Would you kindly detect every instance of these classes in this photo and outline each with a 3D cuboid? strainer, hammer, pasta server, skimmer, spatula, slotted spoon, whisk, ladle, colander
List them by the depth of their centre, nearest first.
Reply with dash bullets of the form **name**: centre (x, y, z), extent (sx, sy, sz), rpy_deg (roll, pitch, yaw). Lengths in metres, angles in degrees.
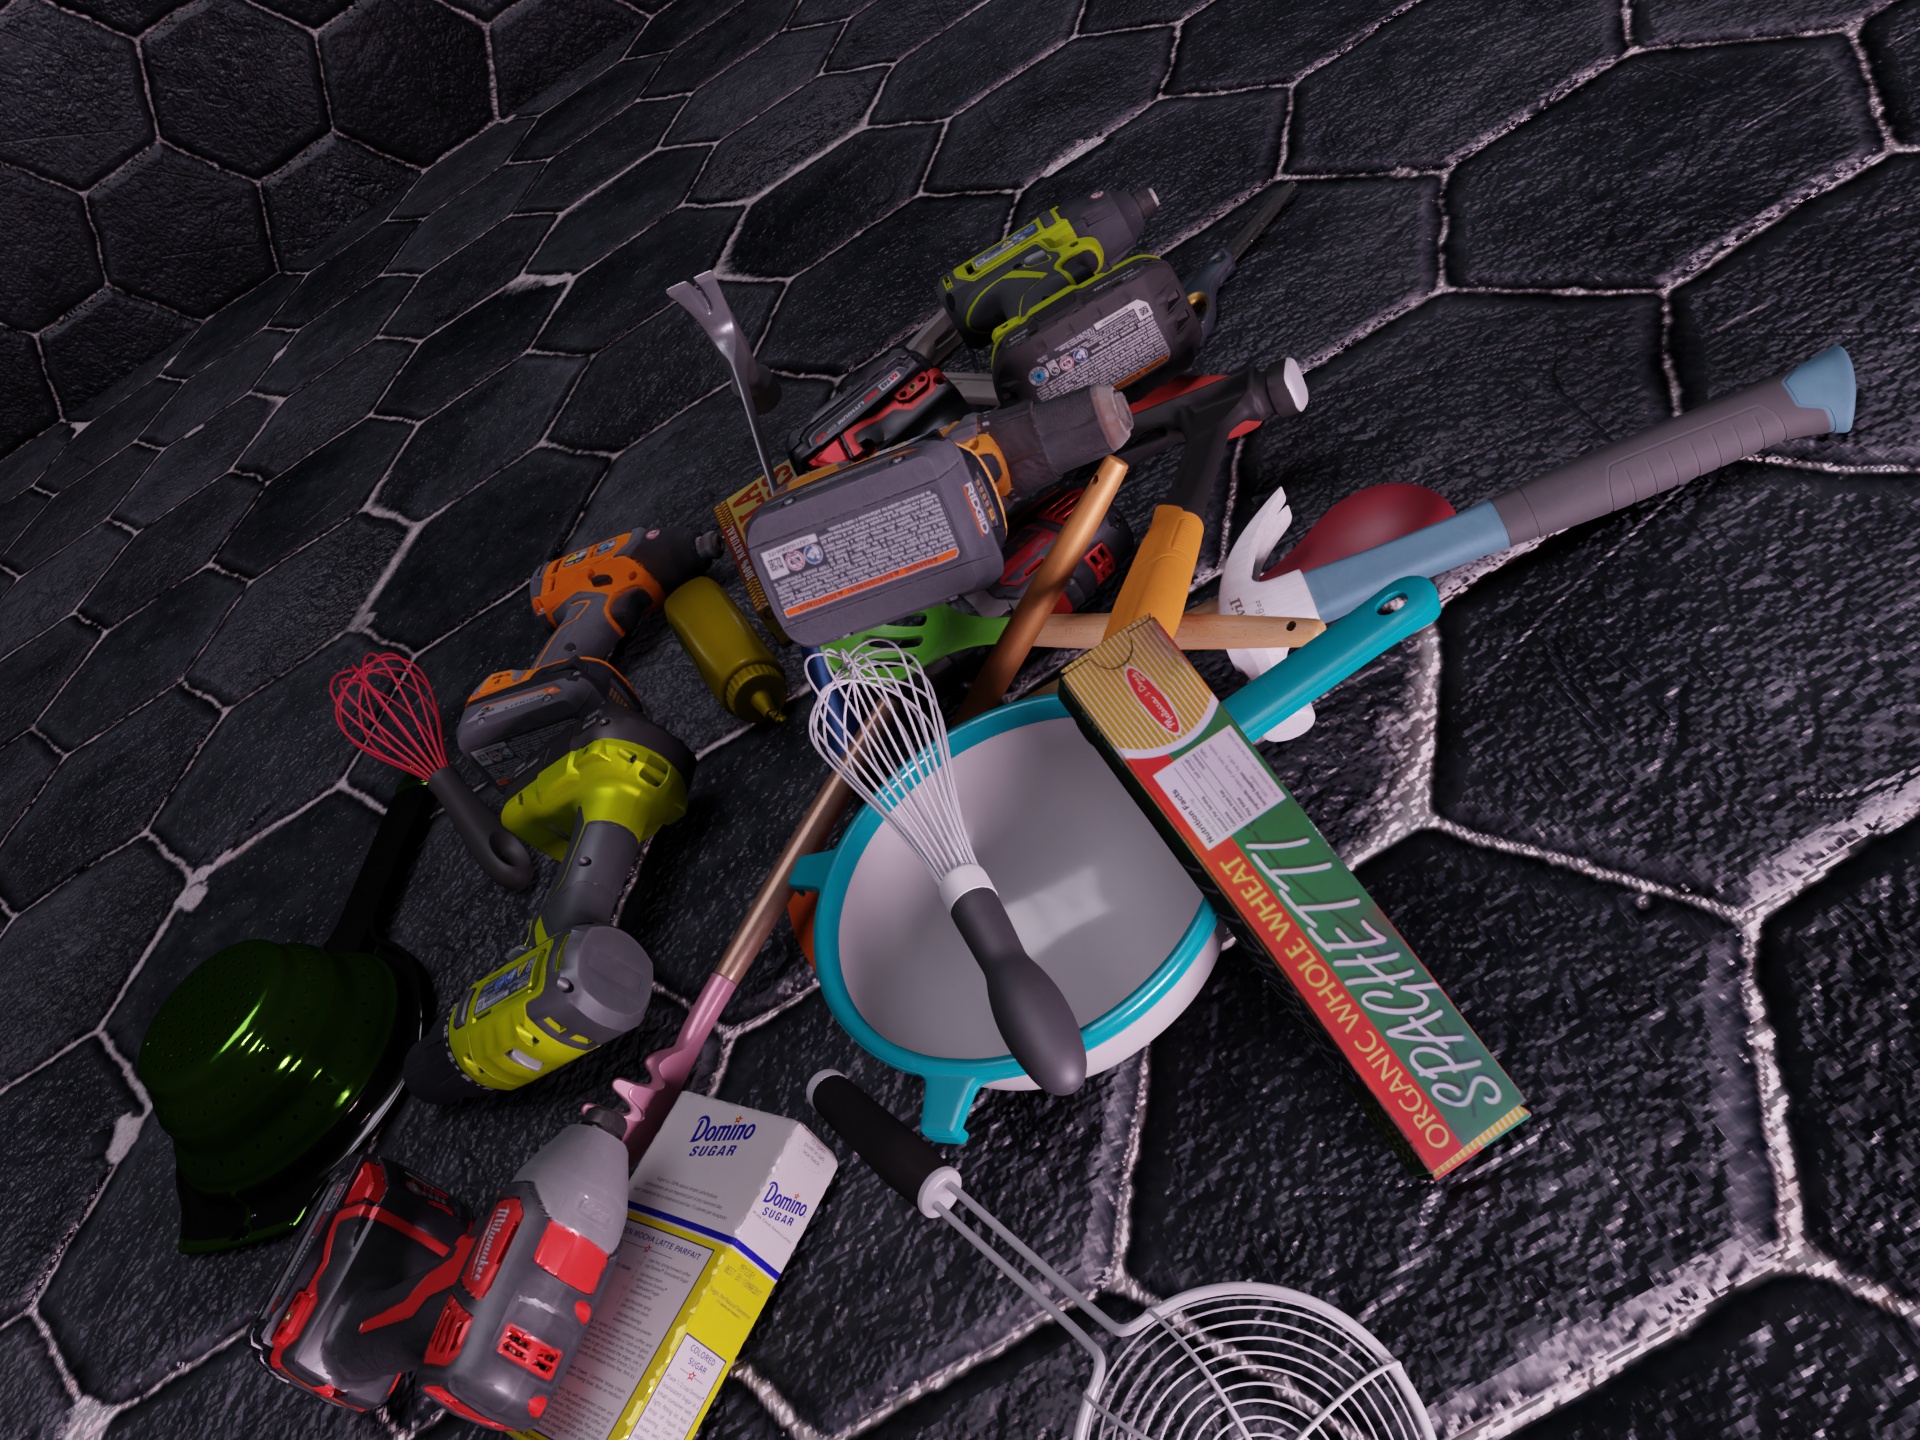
- **skimmer**: centre (0.037, 0.238, 0.661), extent (0.127, 0.090, 0.363), rpy_deg (-49, 29, -12)
- **whisk**: centre (-0.008, 0.056, 0.717), extent (0.070, 0.070, 0.285), rpy_deg (-34, 46, 3)
- **strainer**: centre (0.095, 0.058, 0.757), extent (0.340, 0.095, 0.211), rpy_deg (-35, 41, -3)
- **hammer**: centre (0.289, -0.105, 0.811), extent (0.331, 0.033, 0.128), rpy_deg (-22, 60, 11)
- **hammer**: centre (0.103, -0.092, 0.833), extent (0.127, 0.034, 0.337), rpy_deg (-17, 29, 28)
- **spatula**: centre (-0.001, -0.003, 0.860), extent (0.322, 0.041, 0.081), rpy_deg (-60, 33, 19)
- **slotted spoon**: centre (0.051, -0.047, 0.867), extent (0.314, 0.031, 0.070), rpy_deg (2, 68, 37)
- **pasta server**: centre (-0.122, 0.115, 0.876), extent (0.316, 0.040, 0.060), rpy_deg (-60, 14, -18)
- **ladle**: centre (0.129, -0.053, 0.903), extent (0.315, 0.031, 0.069), rpy_deg (-28, 41, 13)
- **hammer**: centre (-0.118, -0.129, 1.046), extent (0.035, 0.143, 0.406), rpy_deg (-22, 57, 5)
- **colander**: centre (-0.440, 0.149, 1.067), extent (0.204, 0.094, 0.397), rpy_deg (-18, 41, 22)
- **hammer**: centre (0.070, -0.241, 1.140), extent (0.359, 0.036, 0.149), rpy_deg (15, 60, 46)
- **whisk**: centre (-0.380, 0.033, 1.148), extent (0.073, 0.073, 0.296), rpy_deg (-43, 51, -9)

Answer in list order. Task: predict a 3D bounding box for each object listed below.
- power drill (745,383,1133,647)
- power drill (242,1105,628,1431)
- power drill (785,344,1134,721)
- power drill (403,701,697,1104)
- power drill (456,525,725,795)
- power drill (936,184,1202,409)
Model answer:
- **power drill**: centre (-0.003, -0.123, 0.859), extent (0.185, 0.084, 0.226), rpy_deg (-18, 14, 17)
- **power drill**: centre (-0.244, 0.262, 0.769), extent (0.219, 0.078, 0.143), rpy_deg (-20, 37, 42)
- **power drill**: centre (-0.022, -0.118, 1.016), extent (0.188, 0.080, 0.227), rpy_deg (-40, 56, -2)
- **power drill**: centre (-0.249, 0.117, 0.962), extent (0.190, 0.080, 0.229), rpy_deg (-30, 36, 32)
- **power drill**: centre (-0.262, -0.058, 1.166), extent (0.164, 0.084, 0.227), rpy_deg (-17, 37, 22)
- **power drill**: centre (0.079, -0.293, 1.098), extent (0.171, 0.080, 0.223), rpy_deg (-29, 34, 10)
